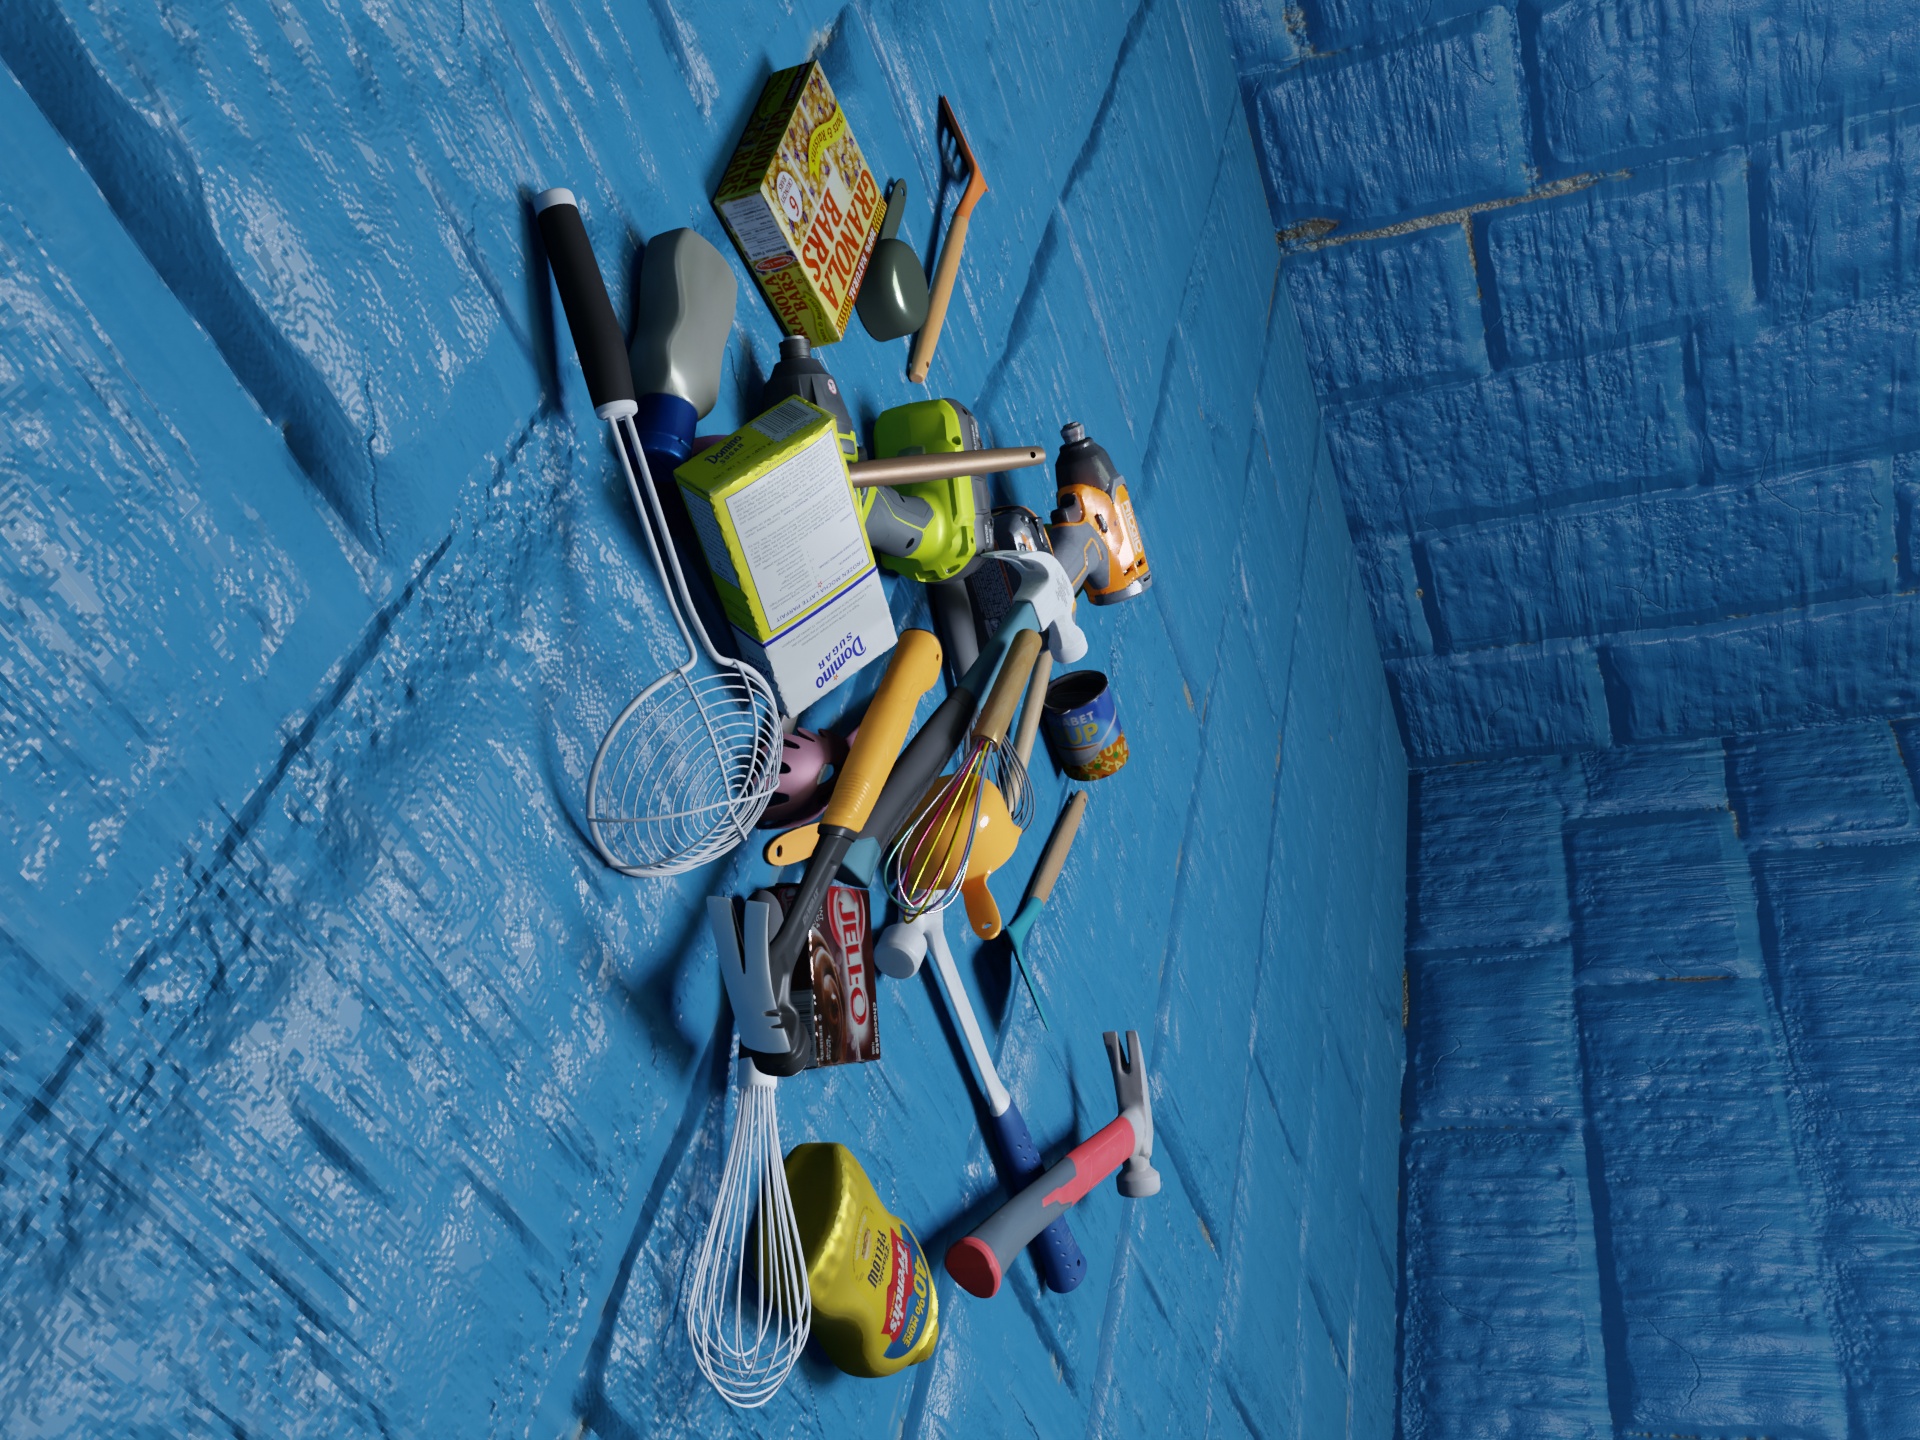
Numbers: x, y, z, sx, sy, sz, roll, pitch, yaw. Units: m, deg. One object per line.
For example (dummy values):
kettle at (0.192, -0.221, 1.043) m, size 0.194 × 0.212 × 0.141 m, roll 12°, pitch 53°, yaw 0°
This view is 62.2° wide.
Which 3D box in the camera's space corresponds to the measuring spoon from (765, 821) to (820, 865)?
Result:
measuring spoon at (-0.098, 0.076, 1.038) m, size 0.117 × 0.011 × 0.021 m, roll -17°, pitch 107°, yaw -63°

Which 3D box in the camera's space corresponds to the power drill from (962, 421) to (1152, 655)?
power drill at (0.080, -0.156, 1.357) m, size 0.226 × 0.084 × 0.164 m, roll -36°, pitch 113°, yaw -51°

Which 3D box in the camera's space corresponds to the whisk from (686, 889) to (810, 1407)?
whisk at (-0.115, 0.232, 0.895) m, size 0.070 × 0.070 × 0.285 m, roll 43°, pitch 40°, yaw -56°

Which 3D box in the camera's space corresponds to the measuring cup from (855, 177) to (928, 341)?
measuring cup at (-0.046, -0.373, 1.254) m, size 0.083 × 0.038 × 0.168 m, roll 53°, pitch 38°, yaw -49°

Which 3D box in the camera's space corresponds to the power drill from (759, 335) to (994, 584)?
power drill at (-0.062, -0.171, 1.113) m, size 0.223 × 0.080 × 0.171 m, roll -10°, pitch 94°, yaw -64°

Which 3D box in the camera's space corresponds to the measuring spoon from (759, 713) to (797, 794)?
measuring spoon at (-0.115, -0.006, 1.018) m, size 0.034 × 0.018 × 0.124 m, roll 72°, pitch 28°, yaw -54°

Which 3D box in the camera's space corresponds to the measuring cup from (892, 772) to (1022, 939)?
measuring cup at (-0.001, 0.091, 1.107) m, size 0.174 × 0.095 × 0.052 m, roll -114°, pitch -177°, yaw -67°

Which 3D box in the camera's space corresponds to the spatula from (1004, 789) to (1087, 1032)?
spatula at (0.082, 0.146, 1.392) m, size 0.082 × 0.044 × 0.318 m, roll 68°, pitch 26°, yaw -22°

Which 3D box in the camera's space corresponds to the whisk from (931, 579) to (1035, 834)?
whisk at (0.013, -0.020, 1.280) m, size 0.055 × 0.055 × 0.239 m, roll -26°, pitch 103°, yaw -66°

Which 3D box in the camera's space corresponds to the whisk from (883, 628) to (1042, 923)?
whisk at (0.006, 0.034, 1.094) m, size 0.047 × 0.051 × 0.245 m, roll 86°, pitch 24°, yaw -56°

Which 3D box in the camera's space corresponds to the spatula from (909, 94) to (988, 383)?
spatula at (-0.013, -0.410, 1.368) m, size 0.080 × 0.041 × 0.323 m, roll 55°, pitch 40°, yaw -49°

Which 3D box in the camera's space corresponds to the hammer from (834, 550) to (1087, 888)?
hammer at (-0.002, -0.004, 1.134) m, size 0.331 × 0.033 × 0.128 m, roll -54°, pitch 136°, yaw -37°

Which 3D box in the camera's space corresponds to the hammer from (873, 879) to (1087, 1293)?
hammer at (0.030, 0.286, 1.236) m, size 0.144 × 0.035 × 0.405 m, roll -62°, pitch 139°, yaw -53°

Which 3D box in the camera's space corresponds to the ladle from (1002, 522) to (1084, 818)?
ladle at (0.061, -0.043, 1.419) m, size 0.078 × 0.062 × 0.320 m, roll 54°, pitch 42°, yaw -48°

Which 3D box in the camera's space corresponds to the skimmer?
skimmer at (-0.183, -0.098, 0.855) m, size 0.127 × 0.090 × 0.363 m, roll -14°, pitch 86°, yaw -47°

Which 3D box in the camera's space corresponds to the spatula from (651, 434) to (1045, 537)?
spatula at (-0.061, -0.160, 1.017) m, size 0.316 × 0.018 × 0.060 m, roll -13°, pitch 93°, yaw -40°

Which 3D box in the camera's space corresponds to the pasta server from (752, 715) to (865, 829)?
pasta server at (-0.067, 0.001, 1.103) m, size 0.316 × 0.040 × 0.060 m, roll -51°, pitch 144°, yaw -66°

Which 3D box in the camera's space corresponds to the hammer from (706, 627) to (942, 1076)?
hammer at (-0.068, 0.045, 0.959) m, size 0.337 × 0.034 × 0.127 m, roll -68°, pitch 157°, yaw -49°

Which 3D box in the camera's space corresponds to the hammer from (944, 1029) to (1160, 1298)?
hammer at (0.079, 0.346, 1.239) m, size 0.386 × 0.038 × 0.143 m, roll 0°, pitch 83°, yaw -67°
